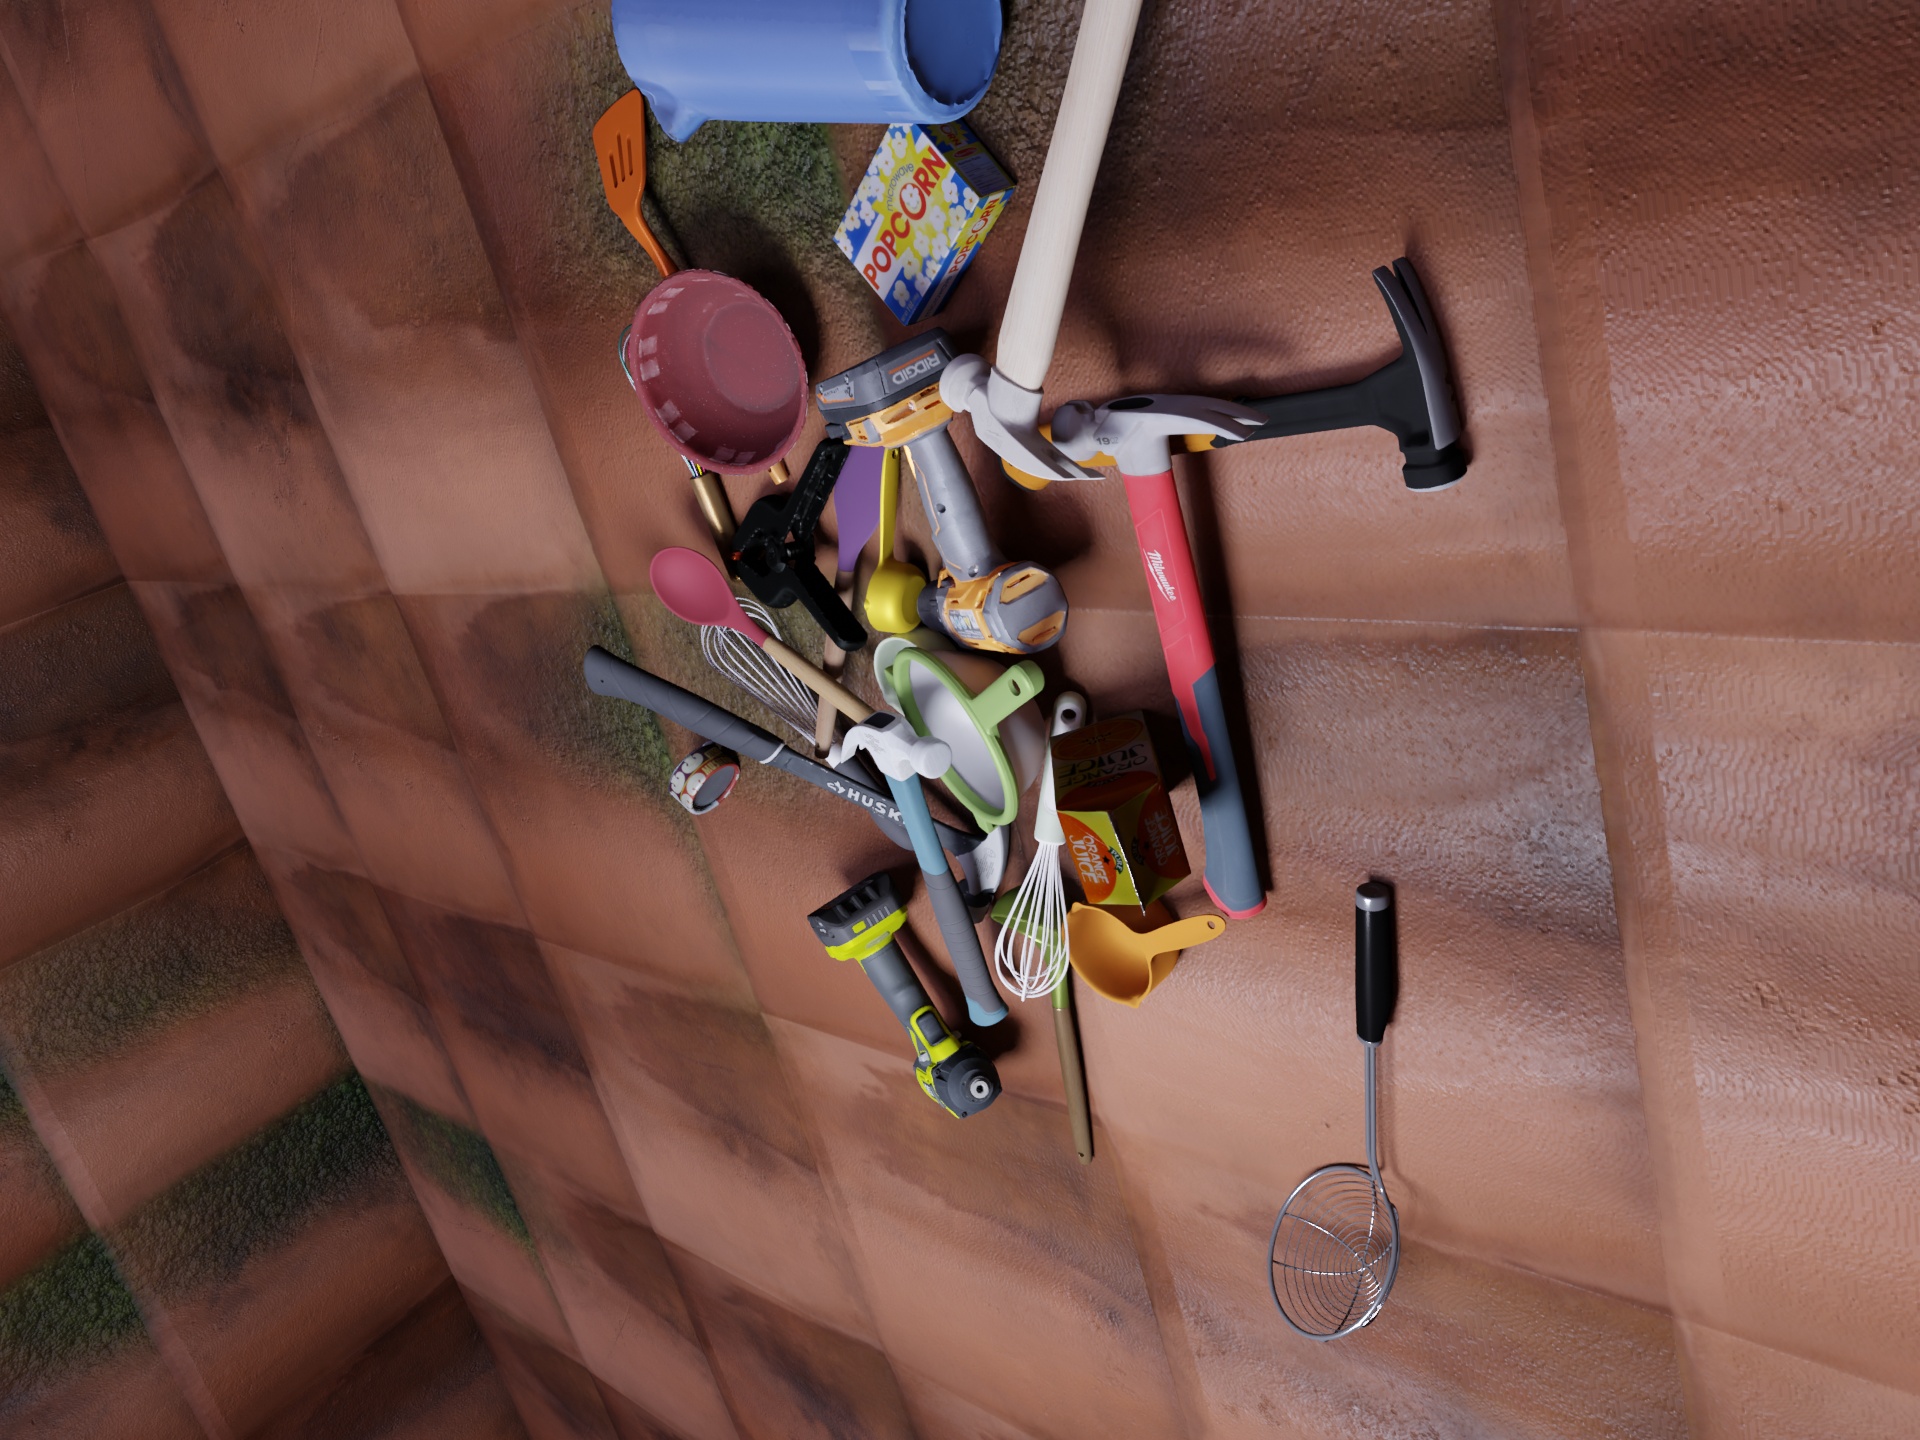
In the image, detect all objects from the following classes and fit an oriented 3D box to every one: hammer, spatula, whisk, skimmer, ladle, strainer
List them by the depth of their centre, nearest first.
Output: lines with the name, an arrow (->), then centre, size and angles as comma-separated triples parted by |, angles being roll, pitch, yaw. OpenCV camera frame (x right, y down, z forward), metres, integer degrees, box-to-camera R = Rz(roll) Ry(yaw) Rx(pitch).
hammer -> 0.076, -0.338, 0.892 | 0.146, 0.038, 0.410 | 47, 134, 42
hammer -> 0.146, -0.190, 0.986 | 0.337, 0.034, 0.127 | 0, 116, 47
hammer -> 0.166, -0.027, 1.043 | 0.143, 0.038, 0.386 | 10, 128, 42
skimmer -> 0.266, 0.282, 1.135 | 0.127, 0.090, 0.363 | -125, 25, -61
strainer -> 0.031, -0.013, 1.135 | 0.151, 0.069, 0.256 | 57, 160, 3
whisk -> 0.067, 0.098, 1.210 | 0.058, 0.059, 0.246 | 9, 103, 5
spatula -> -0.214, -0.341, 1.286 | 0.081, 0.041, 0.322 | -12, 110, 50
hammer -> -0.017, 0.129, 1.293 | 0.128, 0.033, 0.330 | 26, 144, 46
spatula -> -0.094, -0.101, 1.295 | 0.060, 0.018, 0.315 | 33, 128, 31
ladle -> -0.142, -0.052, 1.329 | 0.316, 0.031, 0.069 | 36, 128, 22
ladle -> 0.083, 0.270, 1.357 | 0.078, 0.062, 0.320 | 10, 126, 31
hammer -> -0.143, 0.033, 1.359 | 0.409, 0.036, 0.149 | 25, 131, 9
whisk -> -0.231, -0.231, 1.364 | 0.047, 0.051, 0.244 | -1, 118, 41
whisk -> -0.130, 0.005, 1.407 | 0.284, 0.070, 0.070 | 49, 142, 4

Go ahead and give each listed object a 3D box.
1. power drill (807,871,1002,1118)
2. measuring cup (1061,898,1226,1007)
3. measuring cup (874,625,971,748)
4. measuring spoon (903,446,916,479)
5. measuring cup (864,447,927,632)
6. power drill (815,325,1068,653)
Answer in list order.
power drill -> -0.043, 0.250, 1.430 | 0.223, 0.080, 0.171 | 58, 167, -1
measuring cup -> 0.152, 0.158, 1.208 | 0.173, 0.052, 0.095 | -27, 94, 50
measuring cup -> -0.002, -0.004, 1.276 | 0.167, 0.038, 0.083 | 52, 142, 1
measuring spoon -> -0.036, -0.219, 1.186 | 0.021, 0.011, 0.116 | -1, 118, 38
measuring cup -> -0.045, -0.141, 1.224 | 0.029, 0.062, 0.156 | 15, 116, 27
power drill -> -0.018, -0.153, 1.135 | 0.226, 0.084, 0.185 | 64, 163, -14
